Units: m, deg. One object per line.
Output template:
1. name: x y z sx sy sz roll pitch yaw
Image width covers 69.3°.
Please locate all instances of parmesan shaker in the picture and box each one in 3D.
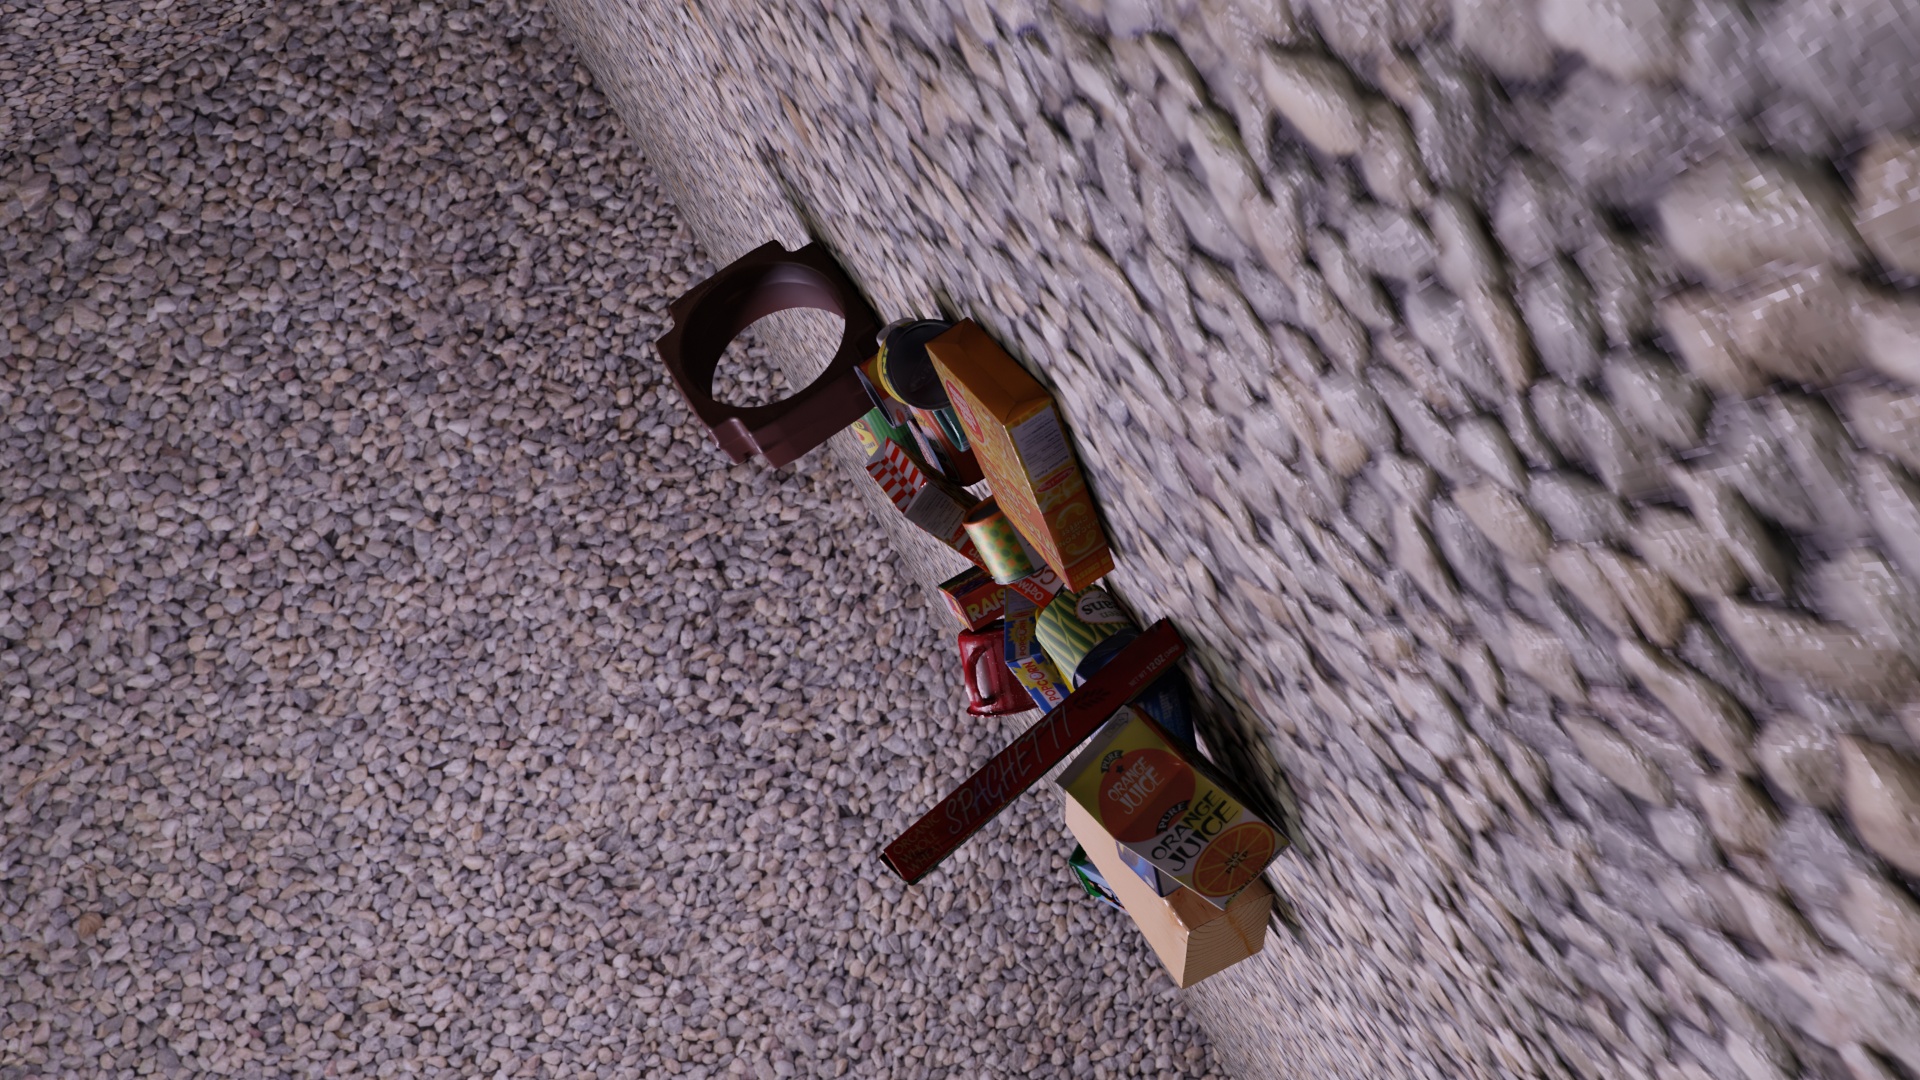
1. parmesan shaker: -0.078 -0.121 1.516 0.102 0.071 0.071 62 173 -35

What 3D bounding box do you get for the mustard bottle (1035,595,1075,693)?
1. mustard bottle: 0.118 0.120 1.247 0.159 0.049 0.065 61 180 -34

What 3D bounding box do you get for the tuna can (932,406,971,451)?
1. tuna can: 0.000 -0.104 1.116 0.071 0.033 0.071 57 174 9

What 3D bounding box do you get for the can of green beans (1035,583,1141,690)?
1. can of green beans: 0.100 0.076 1.073 0.058 0.071 0.071 54 173 38

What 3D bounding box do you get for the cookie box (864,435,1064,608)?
1. cookie box: 0.004 -0.015 1.218 0.167 0.040 0.123 34 -173 -29

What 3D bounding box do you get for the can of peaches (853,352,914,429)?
1. can of peaches: -0.053 -0.143 1.230 0.071 0.058 0.071 57 175 8

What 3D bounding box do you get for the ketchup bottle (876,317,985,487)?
1. ketchup bottle: -0.022 -0.118 1.176 0.148 0.043 0.065 61 173 -28

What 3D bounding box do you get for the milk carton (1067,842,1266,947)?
1. milk carton: 0.208 0.338 1.351 0.191 0.074 0.072 20 152 35

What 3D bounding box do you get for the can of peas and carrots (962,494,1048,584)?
1. can of peas and carrots: 0.041 -0.006 1.112 0.058 0.071 0.071 60 174 -14

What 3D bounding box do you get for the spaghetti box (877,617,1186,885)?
1. spaghetti box: 0.051 0.145 0.945 0.029 0.250 0.050 49 172 14

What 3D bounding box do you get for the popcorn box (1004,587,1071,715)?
1. popcorn box: 0.083 0.110 1.309 0.126 0.038 0.085 54 -152 -43

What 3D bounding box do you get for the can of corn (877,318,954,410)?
1. can of corn: -0.028 -0.132 1.030 0.071 0.071 0.058 59 174 -12

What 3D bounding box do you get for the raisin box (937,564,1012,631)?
1. raisin box: 0.030 0.049 1.415 0.040 0.086 0.123 64 173 -9

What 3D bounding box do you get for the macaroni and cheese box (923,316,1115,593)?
1. macaroni and cheese box: 0.043 -0.058 0.964 0.124 0.040 0.165 51 171 47

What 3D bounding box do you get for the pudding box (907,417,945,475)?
1. pudding box: -0.023 -0.097 1.365 0.050 0.030 0.083 53 172 46

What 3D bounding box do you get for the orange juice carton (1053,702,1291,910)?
1. orange juice carton: 0.143 0.180 0.972 0.192 0.072 0.073 39 -173 -38
